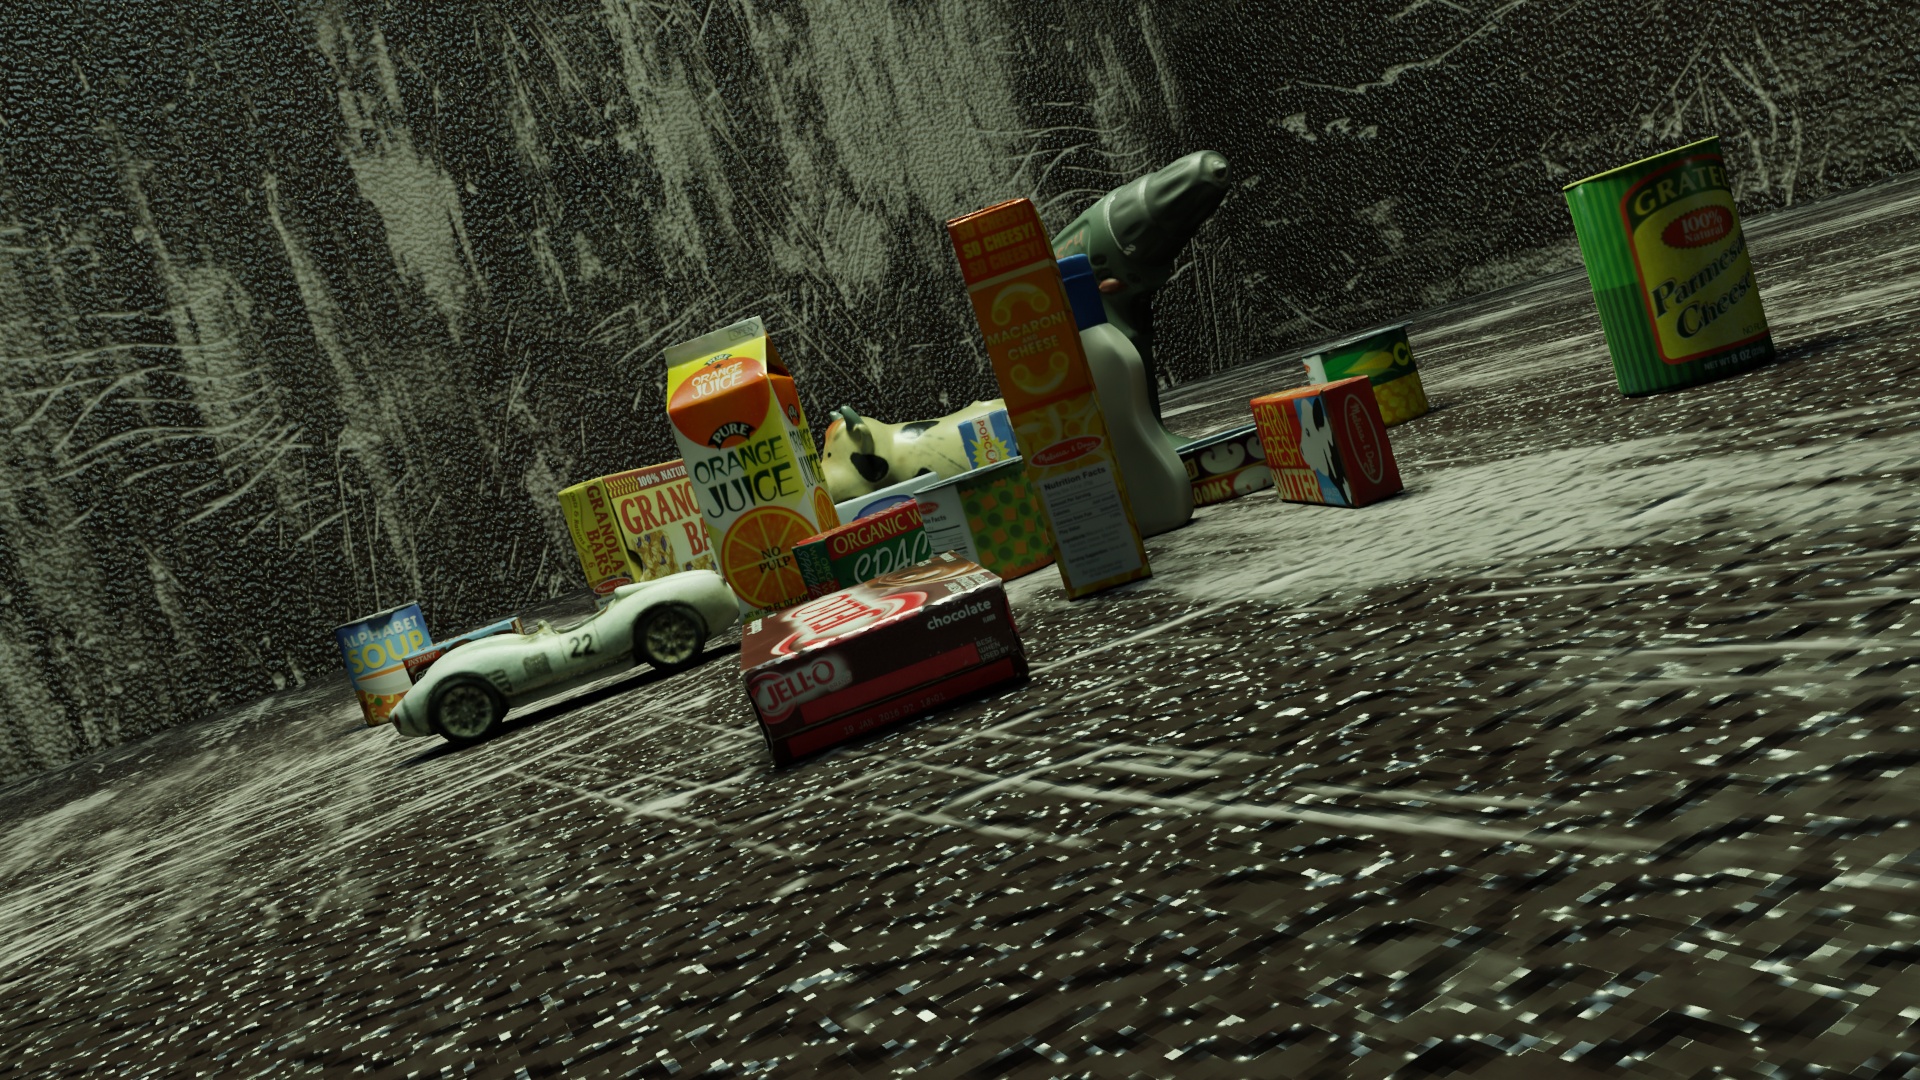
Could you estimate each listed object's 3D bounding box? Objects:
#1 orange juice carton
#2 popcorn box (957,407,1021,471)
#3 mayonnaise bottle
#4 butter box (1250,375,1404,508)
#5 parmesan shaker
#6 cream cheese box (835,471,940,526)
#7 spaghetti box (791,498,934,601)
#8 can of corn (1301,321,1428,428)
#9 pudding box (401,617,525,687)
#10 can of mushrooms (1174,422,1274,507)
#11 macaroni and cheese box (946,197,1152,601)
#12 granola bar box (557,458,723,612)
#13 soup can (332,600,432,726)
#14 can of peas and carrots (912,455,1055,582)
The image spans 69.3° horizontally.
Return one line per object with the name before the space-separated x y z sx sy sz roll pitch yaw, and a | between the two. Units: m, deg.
orange juice carton | -0.135 -0.047 0.923 0.072 0.192 0.073 -18 4 7
popcorn box | 0.041 -0.058 1.048 0.038 0.085 0.127 -17 5 16
mayonnaise bottle | 0.071 -0.072 0.720 0.064 0.148 0.041 -16 5 24
butter box | 0.163 -0.044 0.629 0.024 0.053 0.103 -18 5 -4
parmesan shaker | 0.328 -0.125 0.639 0.071 0.103 0.071 -18 4 2
cream cheese box | -0.060 -0.014 1.106 0.104 0.053 0.024 -19 4 -15
spaghetti box | 0.003 -0.011 0.859 0.028 0.050 0.251 -14 6 45
can of corn | 0.260 -0.101 0.884 0.071 0.058 0.071 -18 5 2
pudding box | -0.362 0.093 1.029 0.084 0.049 0.030 -18 4 -4
can of mushrooms | 0.149 -0.043 0.781 0.071 0.033 0.071 -18 5 2
macaroni and cheese box | 0.043 -0.065 0.634 0.040 0.166 0.124 -18 4 6
granola bar box | -0.209 0.007 0.995 0.039 0.124 0.166 -17 5 18
soup can | -0.451 0.098 1.102 0.071 0.083 0.071 -18 4 2
can of peas and carrots | 0.017 -0.010 0.745 0.071 0.058 0.071 -18 5 2
